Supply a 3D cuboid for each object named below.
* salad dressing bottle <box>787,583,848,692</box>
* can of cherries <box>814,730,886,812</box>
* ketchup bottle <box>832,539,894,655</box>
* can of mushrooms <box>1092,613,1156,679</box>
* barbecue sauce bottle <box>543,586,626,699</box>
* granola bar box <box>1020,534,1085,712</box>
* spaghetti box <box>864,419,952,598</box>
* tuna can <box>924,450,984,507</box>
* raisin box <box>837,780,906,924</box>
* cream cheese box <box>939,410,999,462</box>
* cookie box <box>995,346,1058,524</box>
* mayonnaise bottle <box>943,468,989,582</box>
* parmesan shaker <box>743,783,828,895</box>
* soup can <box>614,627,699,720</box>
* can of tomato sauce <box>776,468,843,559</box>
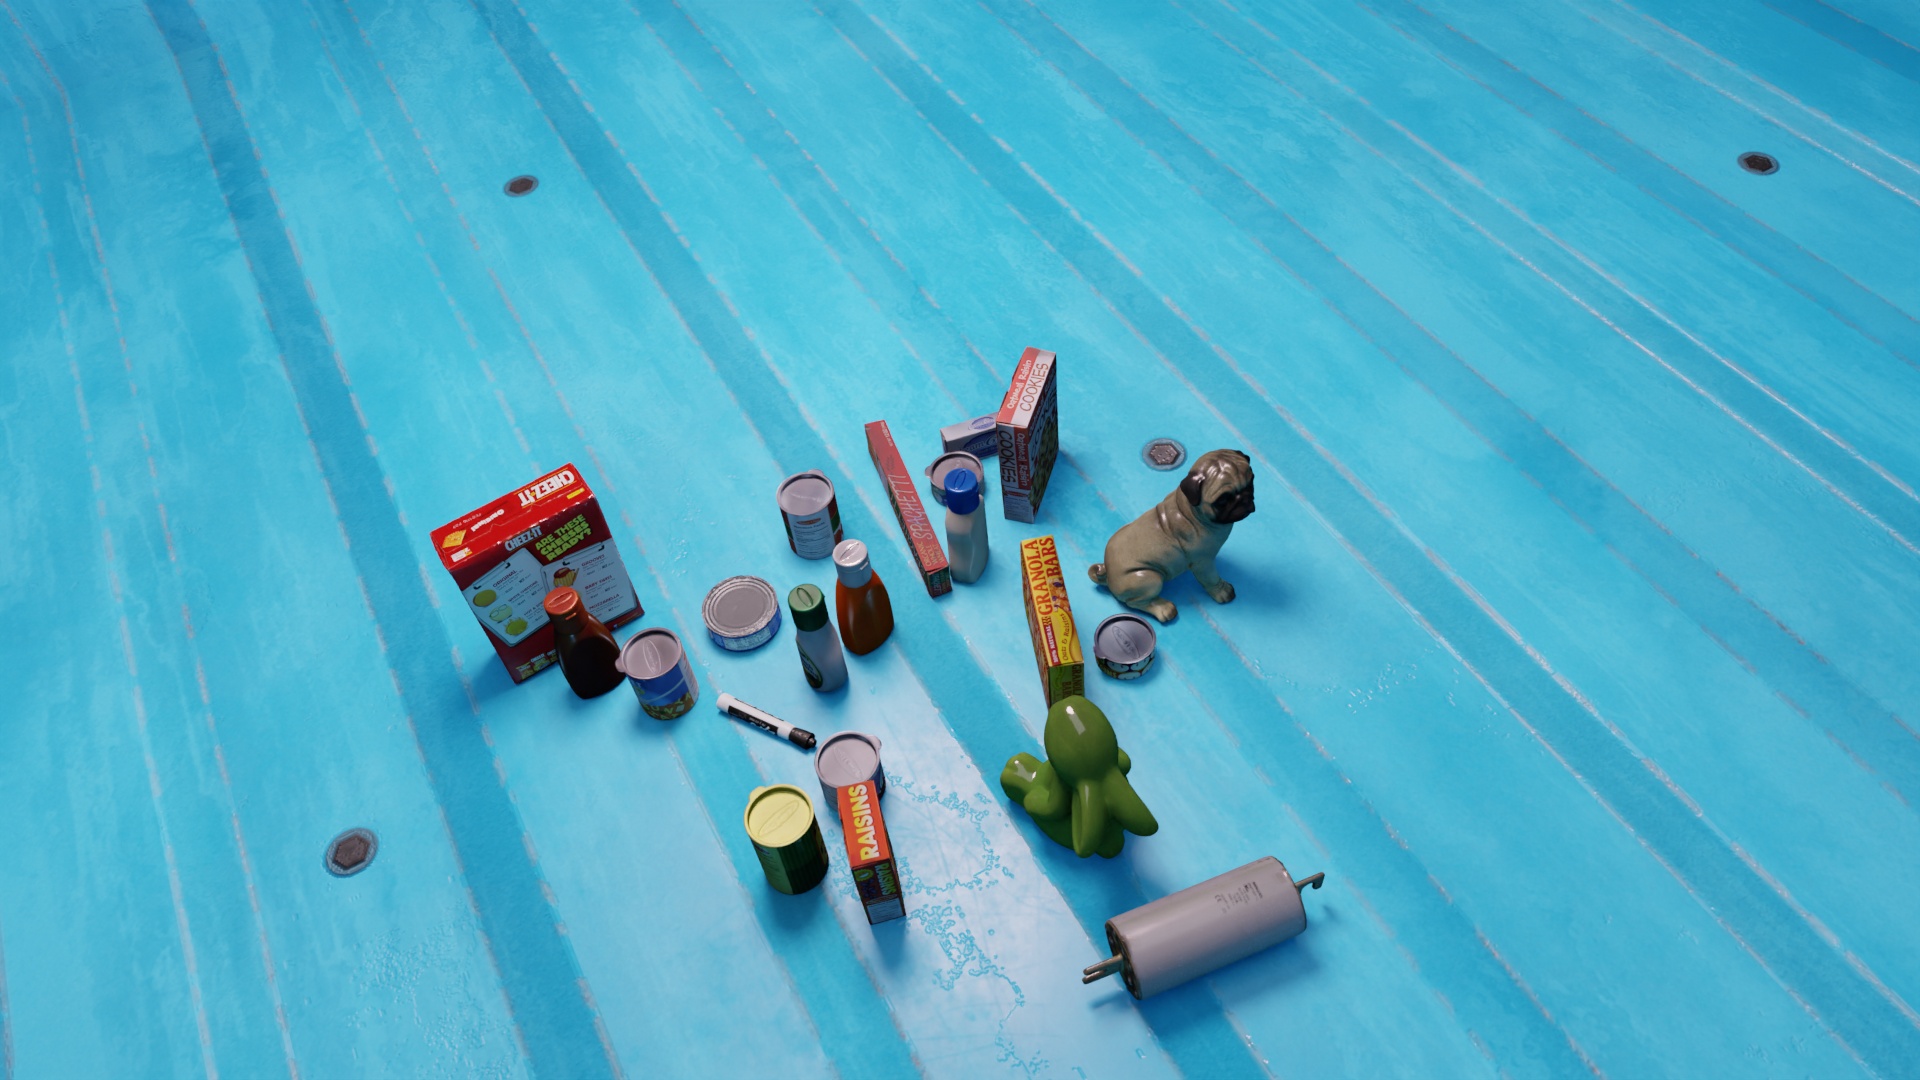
[{"bbox_3d":[-0.151,0.102,1.459,0.044,0.146,0.064,-29,54,-17],"label":"salad dressing bottle"},{"bbox_3d":[-0.108,0.234,1.404,0.071,0.058,0.072,-3,51,4],"label":"can of cherries"},{"bbox_3d":[-0.107,0.059,1.490,0.043,0.148,0.065,30,60,27],"label":"ketchup bottle"},{"bbox_3d":[0.174,0.115,1.490,0.071,0.033,0.071,-3,51,3],"label":"can of mushrooms"},{"bbox_3d":[-0.404,0.108,1.479,0.065,0.147,0.044,-31,54,-18],"label":"barbecue sauce bottle"},{"bbox_3d":[0.096,0.097,1.454,0.039,0.123,0.166,-9,50,-2],"label":"granola bar box"},{"bbox_3d":[-0.063,-0.041,1.631,0.029,0.050,0.251,-18,51,-9],"label":"spaghetti box"},{"bbox_3d":[-0.006,-0.072,1.662,0.071,0.032,0.071,-3,51,3],"label":"tuna can"},{"bbox_3d":[-0.084,0.295,1.310,0.040,0.122,0.086,-12,51,-4],"label":"raisin box"},{"bbox_3d":[0.028,-0.125,1.689,0.104,0.053,0.024,-18,51,-9],"label":"cream cheese box"},{"bbox_3d":[0.079,-0.121,1.606,0.040,0.166,0.123,11,53,14],"label":"cookie box"},{"bbox_3d":[0.006,-0.019,1.543,0.041,0.147,0.065,11,53,15],"label":"mayonnaise bottle"},{"bbox_3d":[-0.168,0.287,1.338,0.071,0.102,0.072,-3,51,4],"label":"parmesan shaker"},{"bbox_3d":[-0.323,0.144,1.483,0.071,0.083,0.072,-3,51,4],"label":"soup can"},{"bbox_3d":[-0.173,-0.030,1.611,0.071,0.082,0.071,-3,51,4],"label":"can of tomato sauce"}]
